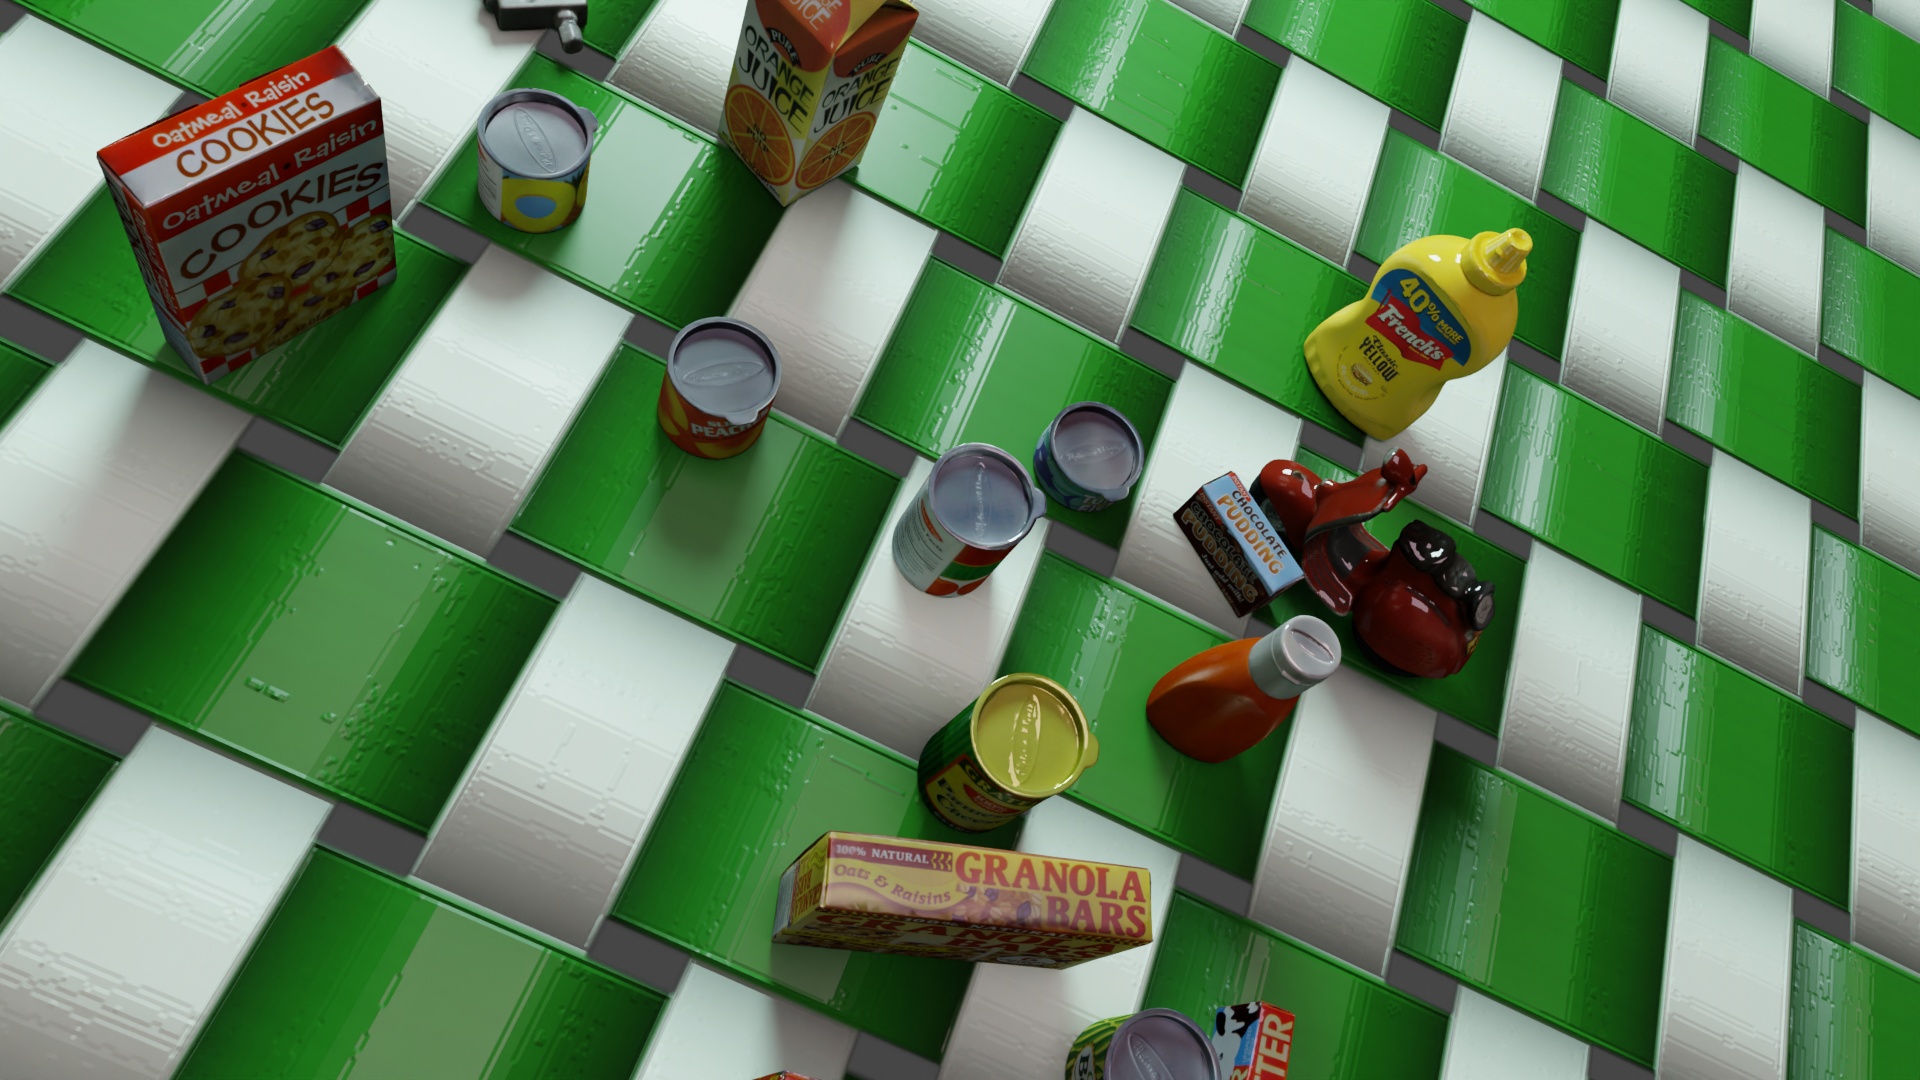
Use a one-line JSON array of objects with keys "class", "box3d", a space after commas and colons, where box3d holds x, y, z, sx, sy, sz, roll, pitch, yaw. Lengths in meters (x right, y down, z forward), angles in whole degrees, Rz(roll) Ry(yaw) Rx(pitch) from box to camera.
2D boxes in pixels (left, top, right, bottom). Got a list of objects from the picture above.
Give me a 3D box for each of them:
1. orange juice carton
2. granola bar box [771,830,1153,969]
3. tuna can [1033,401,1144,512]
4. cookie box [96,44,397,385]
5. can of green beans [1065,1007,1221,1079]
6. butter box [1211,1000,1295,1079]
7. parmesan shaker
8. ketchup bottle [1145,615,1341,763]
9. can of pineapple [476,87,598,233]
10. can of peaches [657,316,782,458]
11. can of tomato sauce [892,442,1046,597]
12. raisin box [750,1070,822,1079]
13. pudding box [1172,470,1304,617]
[{"class": "orange juice carton", "box3d": [-0.087, -0.301, 0.858, 0.073, 0.191, 0.072, -38, 84, -28]}, {"class": "granola bar box", "box3d": [-0.003, 0.186, 0.710, 0.166, 0.123, 0.039, 10, 65, -15]}, {"class": "tuna can", "box3d": [0.084, -0.051, 0.898, 0.071, 0.032, 0.071, 7, 65, -16]}, {"class": "cookie box", "box3d": [-0.359, -0.165, 0.718, 0.040, 0.166, 0.123, 47, 61, 4]}, {"class": "can of green beans", "box3d": [0.096, 0.285, 0.738, 0.071, 0.057, 0.071, 7, 65, -16]}, {"class": "butter box", "box3d": [0.151, 0.305, 0.751, 0.024, 0.053, 0.104, 22, 62, -9]}, {"class": "parmesan shaker", "box3d": [0.024, 0.120, 0.761, 0.071, 0.102, 0.071, 7, 65, -16]}, {"class": "ketchup bottle", "box3d": [0.164, 0.085, 0.799, 0.065, 0.148, 0.044, 35, 61, -2]}, {"class": "can of pineapple", "box3d": [-0.257, -0.230, 0.845, 0.071, 0.057, 0.071, 7, 65, -16]}, {"class": "can of peaches", "box3d": [-0.143, -0.087, 0.821, 0.071, 0.057, 0.071, 7, 65, -16]}, {"class": "can of tomato sauce", "box3d": [0.003, -0.010, 0.823, 0.071, 0.082, 0.071, 7, 65, -16]}, {"class": "raisin box", "box3d": [-0.061, 0.282, 0.648, 0.086, 0.123, 0.040, 24, 62, -8]}, {"class": "pudding box", "box3d": [0.179, 0.003, 0.898, 0.030, 0.049, 0.084, -26, 77, -27]}]
